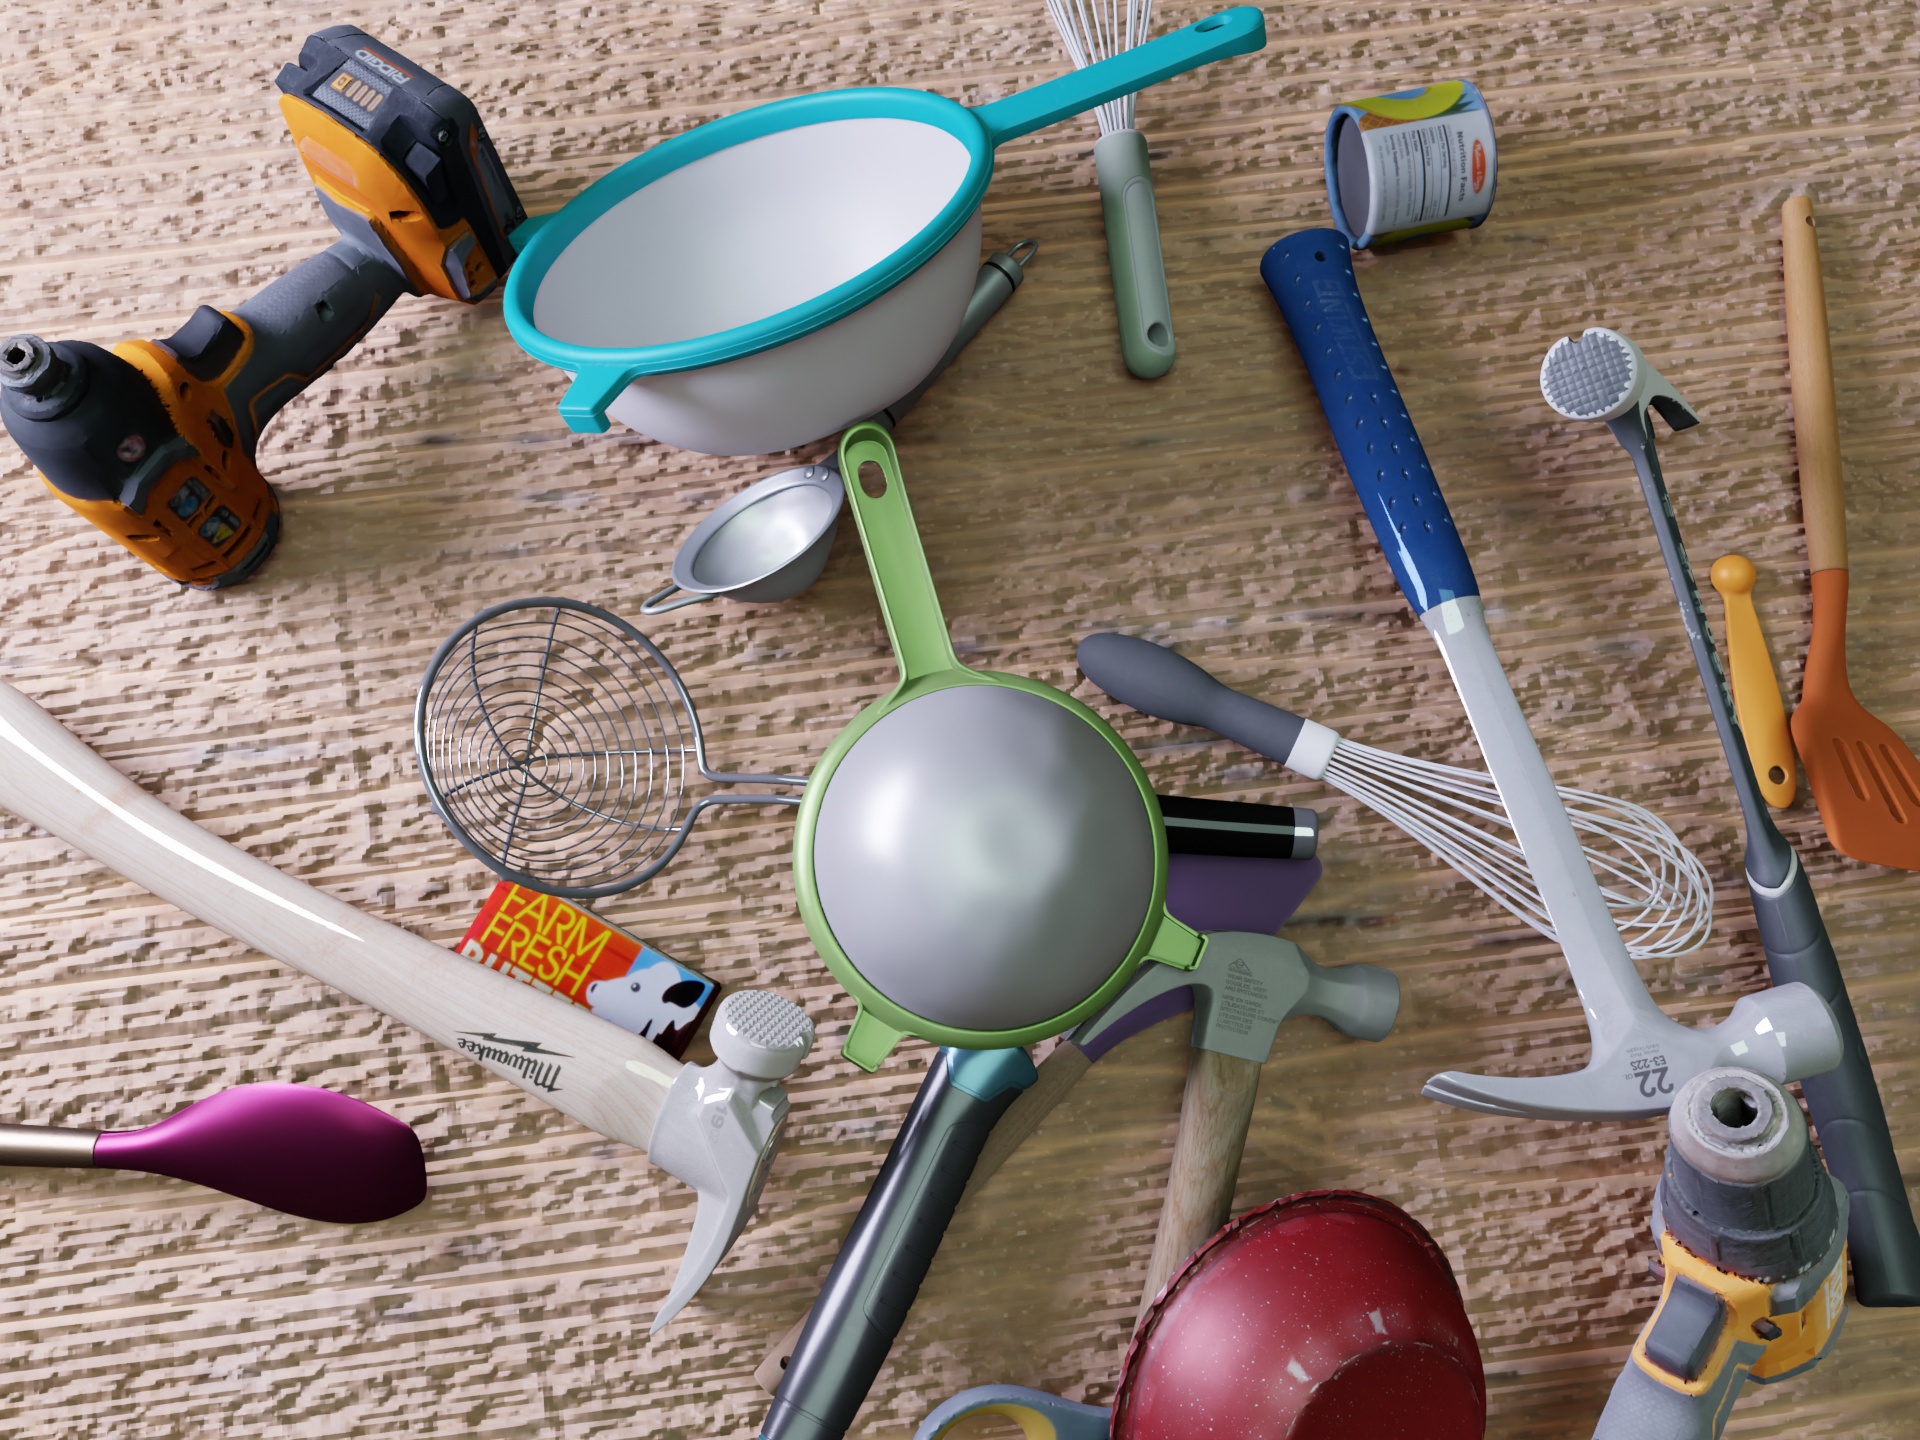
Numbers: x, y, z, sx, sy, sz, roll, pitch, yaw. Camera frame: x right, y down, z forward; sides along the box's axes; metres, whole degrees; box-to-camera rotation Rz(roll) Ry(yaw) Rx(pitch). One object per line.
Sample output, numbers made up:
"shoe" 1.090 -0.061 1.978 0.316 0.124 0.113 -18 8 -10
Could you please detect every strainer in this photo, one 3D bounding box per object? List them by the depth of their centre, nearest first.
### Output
"strainer" -0.001 -0.002 0.608 0.151 0.069 0.256 -15 83 -12
"strainer" -0.019 -0.203 0.683 0.340 0.095 0.211 -23 42 -5
"strainer" -0.042 -0.127 0.713 0.087 0.050 0.258 21 67 49

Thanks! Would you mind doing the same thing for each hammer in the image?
"hammer" -0.055 0.263 0.601 0.128 0.033 0.331 27 73 3
"hammer" 0.081 0.246 0.630 0.130 0.031 0.331 15 80 -8
"hammer" 0.199 -0.036 0.652 0.144 0.035 0.406 -14 66 -1
"hammer" -0.261 0.097 0.652 0.411 0.038 0.146 25 110 11
"hammer" 0.326 0.040 0.653 0.036 0.149 0.409 -18 86 33

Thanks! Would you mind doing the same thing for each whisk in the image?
"whisk" 0.179 0.026 0.674 0.284 0.070 0.070 24 79 10
"whisk" 0.074 -0.278 0.745 0.057 0.059 0.246 -2 81 -29

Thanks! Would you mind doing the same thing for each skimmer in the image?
"skimmer" -0.031 0.022 0.650 0.363 0.090 0.127 5 66 2

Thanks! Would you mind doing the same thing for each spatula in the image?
"spatula" 0.030 0.155 0.663 0.060 0.018 0.316 43 80 10
"spatula" 0.392 -0.091 0.706 0.081 0.041 0.323 7 76 -17

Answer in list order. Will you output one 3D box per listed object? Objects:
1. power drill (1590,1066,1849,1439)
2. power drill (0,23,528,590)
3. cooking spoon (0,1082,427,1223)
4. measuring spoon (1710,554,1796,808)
"power drill" 0.233 0.236 0.541 0.084 0.185 0.226 24 66 40
"power drill" -0.290 -0.173 0.661 0.084 0.164 0.226 33 78 9
"cooking spoon" -0.374 0.174 0.648 0.319 0.017 0.068 2 114 4
"measuring spoon" 0.354 -0.019 0.704 0.021 0.011 0.117 -5 78 -1
